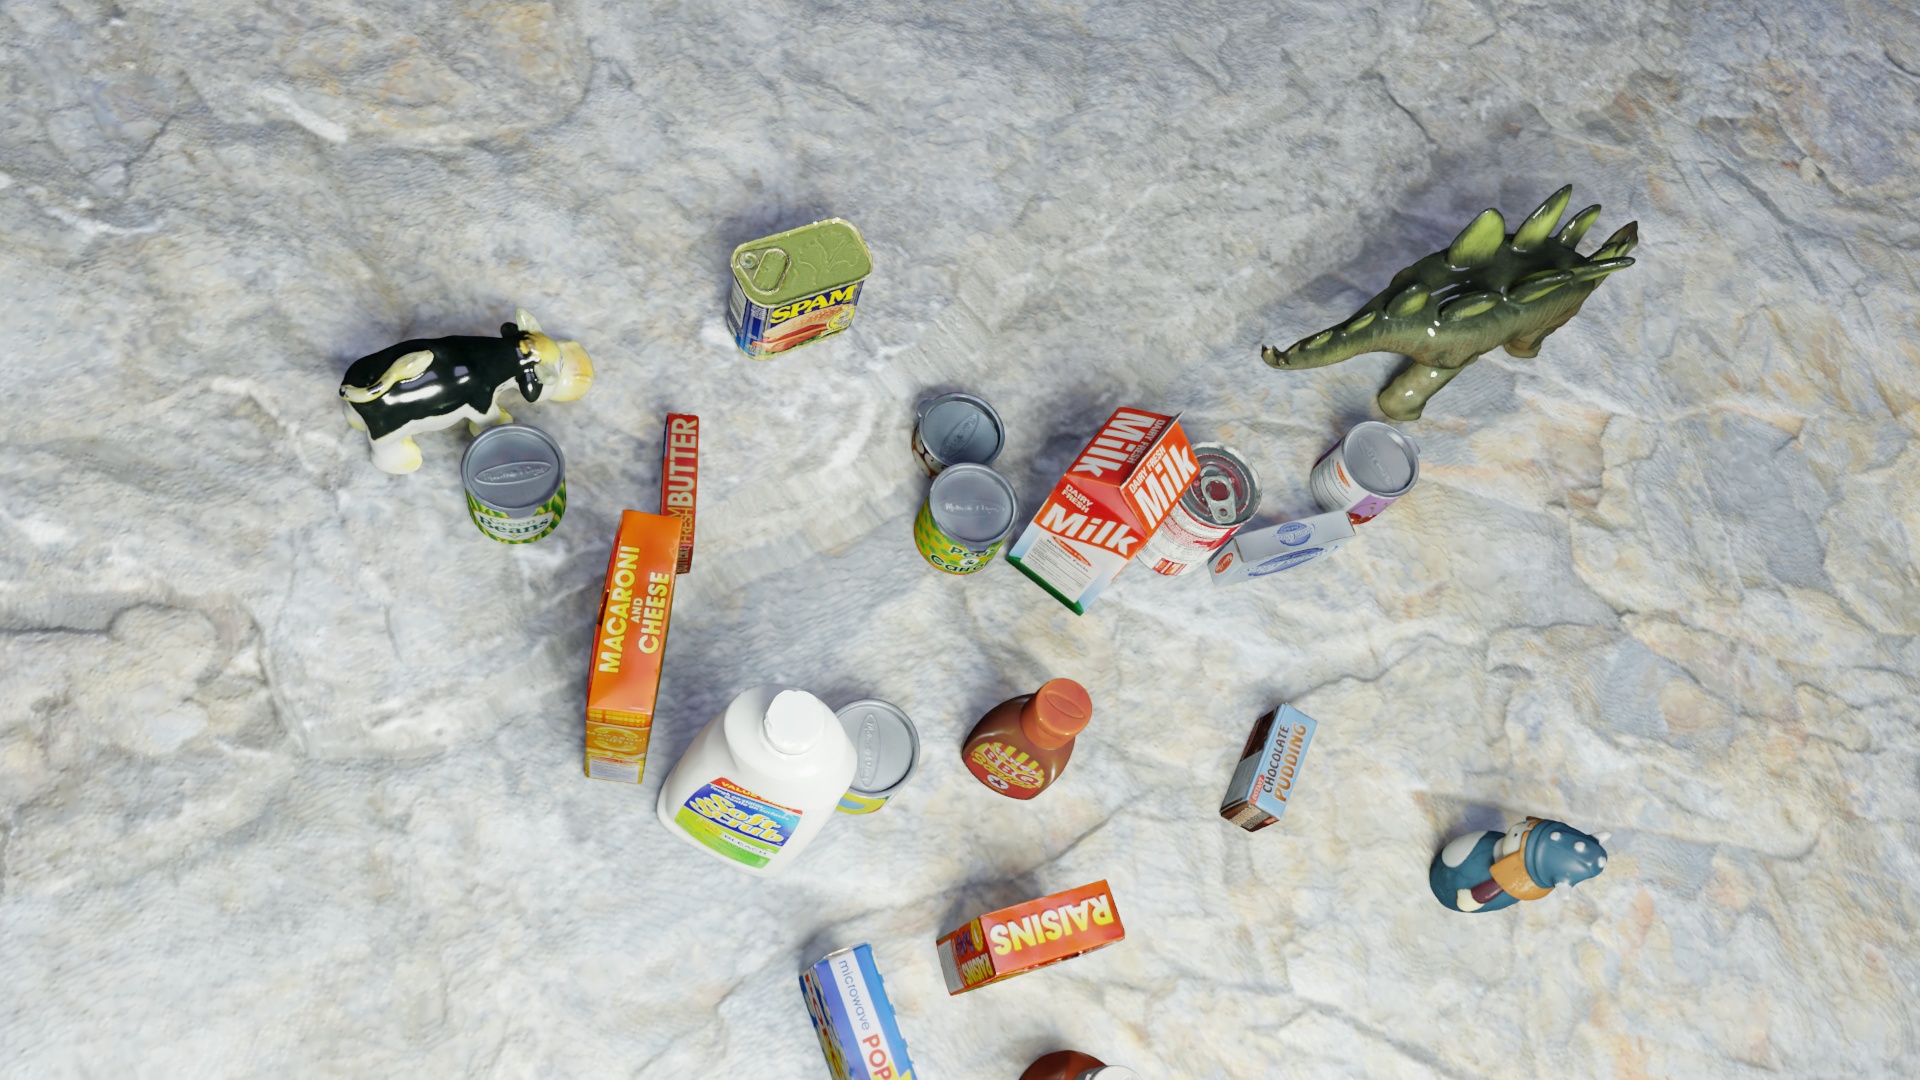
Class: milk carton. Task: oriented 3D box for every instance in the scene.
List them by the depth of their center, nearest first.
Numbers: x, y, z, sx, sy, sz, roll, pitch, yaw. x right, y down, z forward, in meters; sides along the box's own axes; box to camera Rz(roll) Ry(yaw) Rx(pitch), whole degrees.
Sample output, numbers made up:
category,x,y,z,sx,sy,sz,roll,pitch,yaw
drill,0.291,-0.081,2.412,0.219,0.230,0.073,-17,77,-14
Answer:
category,x,y,z,sx,sy,sz,roll,pitch,yaw
milk carton,0.103,-0.025,0.967,0.073,0.189,0.072,38,63,4

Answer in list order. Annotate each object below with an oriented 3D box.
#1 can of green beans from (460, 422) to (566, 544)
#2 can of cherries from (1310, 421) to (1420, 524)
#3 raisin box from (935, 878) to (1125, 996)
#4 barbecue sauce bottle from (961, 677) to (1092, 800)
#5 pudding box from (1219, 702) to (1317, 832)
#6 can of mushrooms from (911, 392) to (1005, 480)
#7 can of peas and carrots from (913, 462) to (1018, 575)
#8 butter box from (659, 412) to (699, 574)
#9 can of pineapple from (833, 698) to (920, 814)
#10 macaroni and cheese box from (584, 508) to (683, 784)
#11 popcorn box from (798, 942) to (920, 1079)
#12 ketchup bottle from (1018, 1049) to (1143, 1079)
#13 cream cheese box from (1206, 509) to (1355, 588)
category,x,y,z,sx,sy,sz,roll,pitch,yaw
can of green beans,-0.302,-0.037,0.941,0.071,0.057,0.071,6,66,-12
can of cherries,0.325,-0.053,1.112,0.071,0.058,0.072,6,66,-12
raisin box,0.040,0.249,0.866,0.086,0.123,0.040,-10,70,-19
barbecue sauce bottle,0.047,0.128,0.908,0.065,0.148,0.044,32,63,1
pudding box,0.220,0.162,0.993,0.030,0.049,0.084,29,63,-1
can of mushrooms,-0.004,-0.077,1.051,0.071,0.033,0.071,6,65,-12
can of peas and carrots,0.004,-0.013,1.010,0.071,0.058,0.071,6,66,-12
butter box,-0.197,-0.032,0.969,0.024,0.053,0.104,4,66,-13
can of pineapple,-0.066,0.144,0.922,0.071,0.057,0.071,6,66,-12
macaroni and cheese box,-0.204,0.071,0.858,0.040,0.165,0.124,9,65,-11
popcorn box,-0.056,0.311,0.834,0.038,0.085,0.127,-16,72,-20
ketchup bottle,0.069,0.333,0.822,0.043,0.148,0.065,31,63,0
cream cheese box,0.246,0.006,1.067,0.104,0.053,0.024,-13,71,-19
